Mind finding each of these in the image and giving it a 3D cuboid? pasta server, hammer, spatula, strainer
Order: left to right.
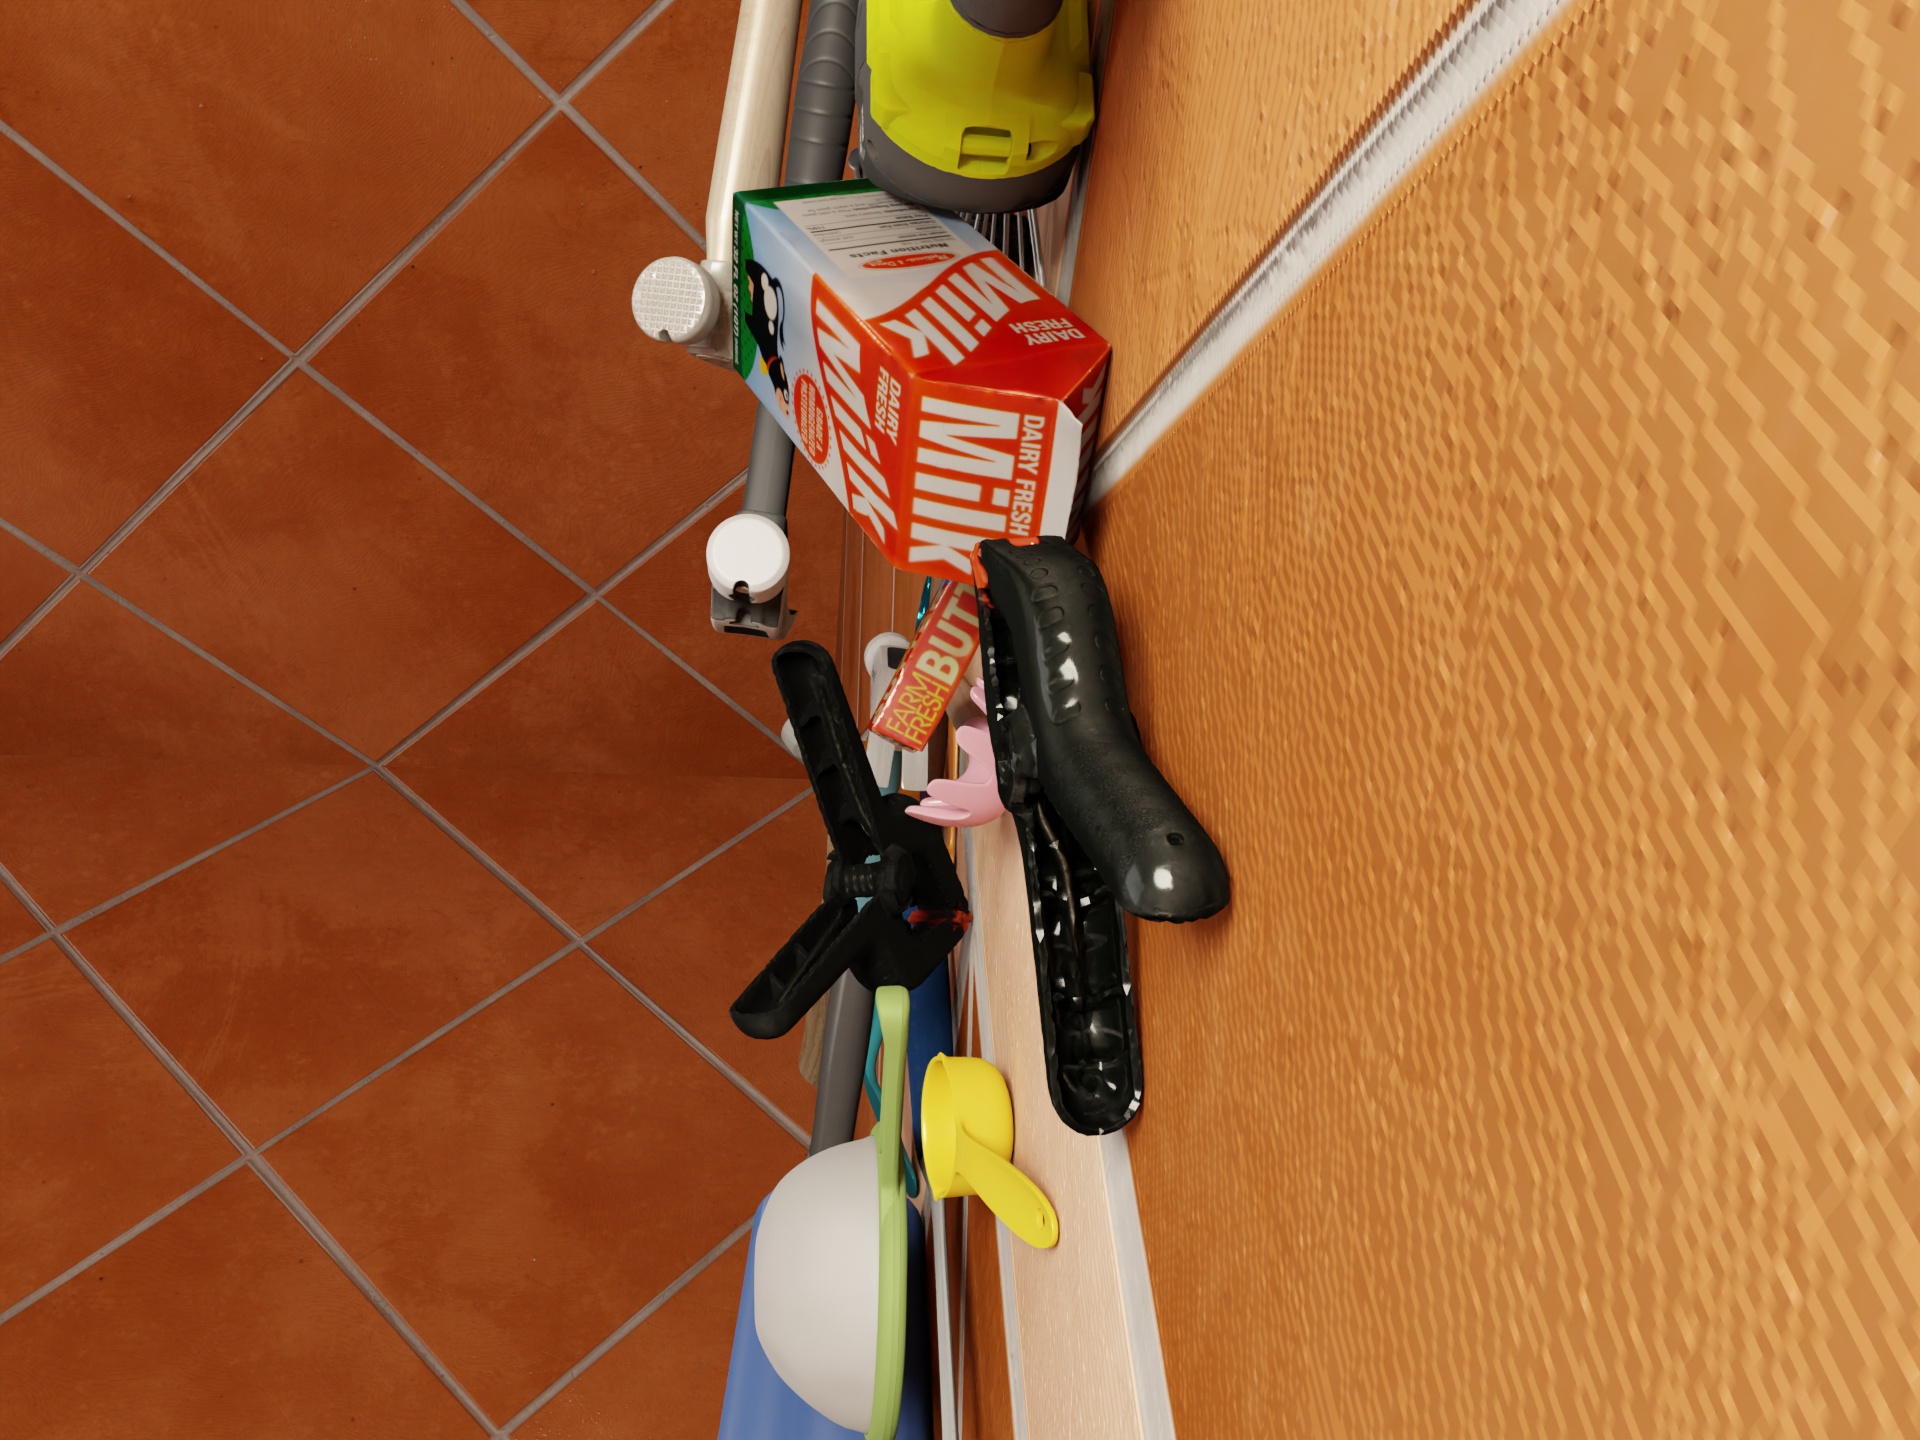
[{"bbox_3d":[-0.080,-0.371,0.747,0.146,0.038,0.410,-7,-74,-72],"label":"hammer"},{"bbox_3d":[-0.071,-0.197,0.702,0.146,0.035,0.335,120,158,-78],"label":"hammer"},{"bbox_3d":[-0.061,0.224,0.736,0.152,0.069,0.256,-98,11,-58],"label":"strainer"},{"bbox_3d":[-0.081,0.147,1.061,0.130,0.031,0.331,48,146,32],"label":"hammer"},{"bbox_3d":[-0.056,0.123,0.891,0.128,0.033,0.331,-116,33,-75],"label":"hammer"},{"bbox_3d":[-0.041,0.173,1.131,0.082,0.044,0.318,108,167,-70],"label":"spatula"},{"bbox_3d":[-0.016,0.010,0.954,0.060,0.018,0.315,-89,3,-58],"label":"spatula"},{"bbox_3d":[-0.013,0.231,0.783,0.406,0.035,0.144,-95,10,-49],"label":"hammer"},{"bbox_3d":[-0.001,-0.002,0.742,0.060,0.040,0.316,-62,8,6],"label":"pasta server"}]

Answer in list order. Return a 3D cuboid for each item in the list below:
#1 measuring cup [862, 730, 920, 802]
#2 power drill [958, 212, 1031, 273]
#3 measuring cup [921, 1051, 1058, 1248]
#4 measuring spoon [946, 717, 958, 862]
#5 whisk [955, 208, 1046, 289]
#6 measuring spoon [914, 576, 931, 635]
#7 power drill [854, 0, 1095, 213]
[{"bbox_3d":[-0.040,0.040,1.029,0.173,0.052,0.095,109,162,-63],"label":"measuring cup"},{"bbox_3d":[-0.013,-0.273,0.774,0.187,0.080,0.227,109,165,-70],"label":"power drill"},{"bbox_3d":[0.018,0.170,0.613,0.156,0.029,0.062,-172,84,-72],"label":"measuring cup"},{"bbox_3d":[-0.008,0.032,0.907,0.021,0.011,0.117,131,141,-80],"label":"measuring spoon"},{"bbox_3d":[0.017,-0.243,0.625,0.059,0.058,0.246,-10,-71,-67],"label":"whisk"},{"bbox_3d":[-0.004,-0.100,0.930,0.042,0.021,0.128,-92,15,-63],"label":"measuring spoon"},{"bbox_3d":[0.019,-0.283,0.479,0.228,0.080,0.191,121,149,-72],"label":"power drill"}]
